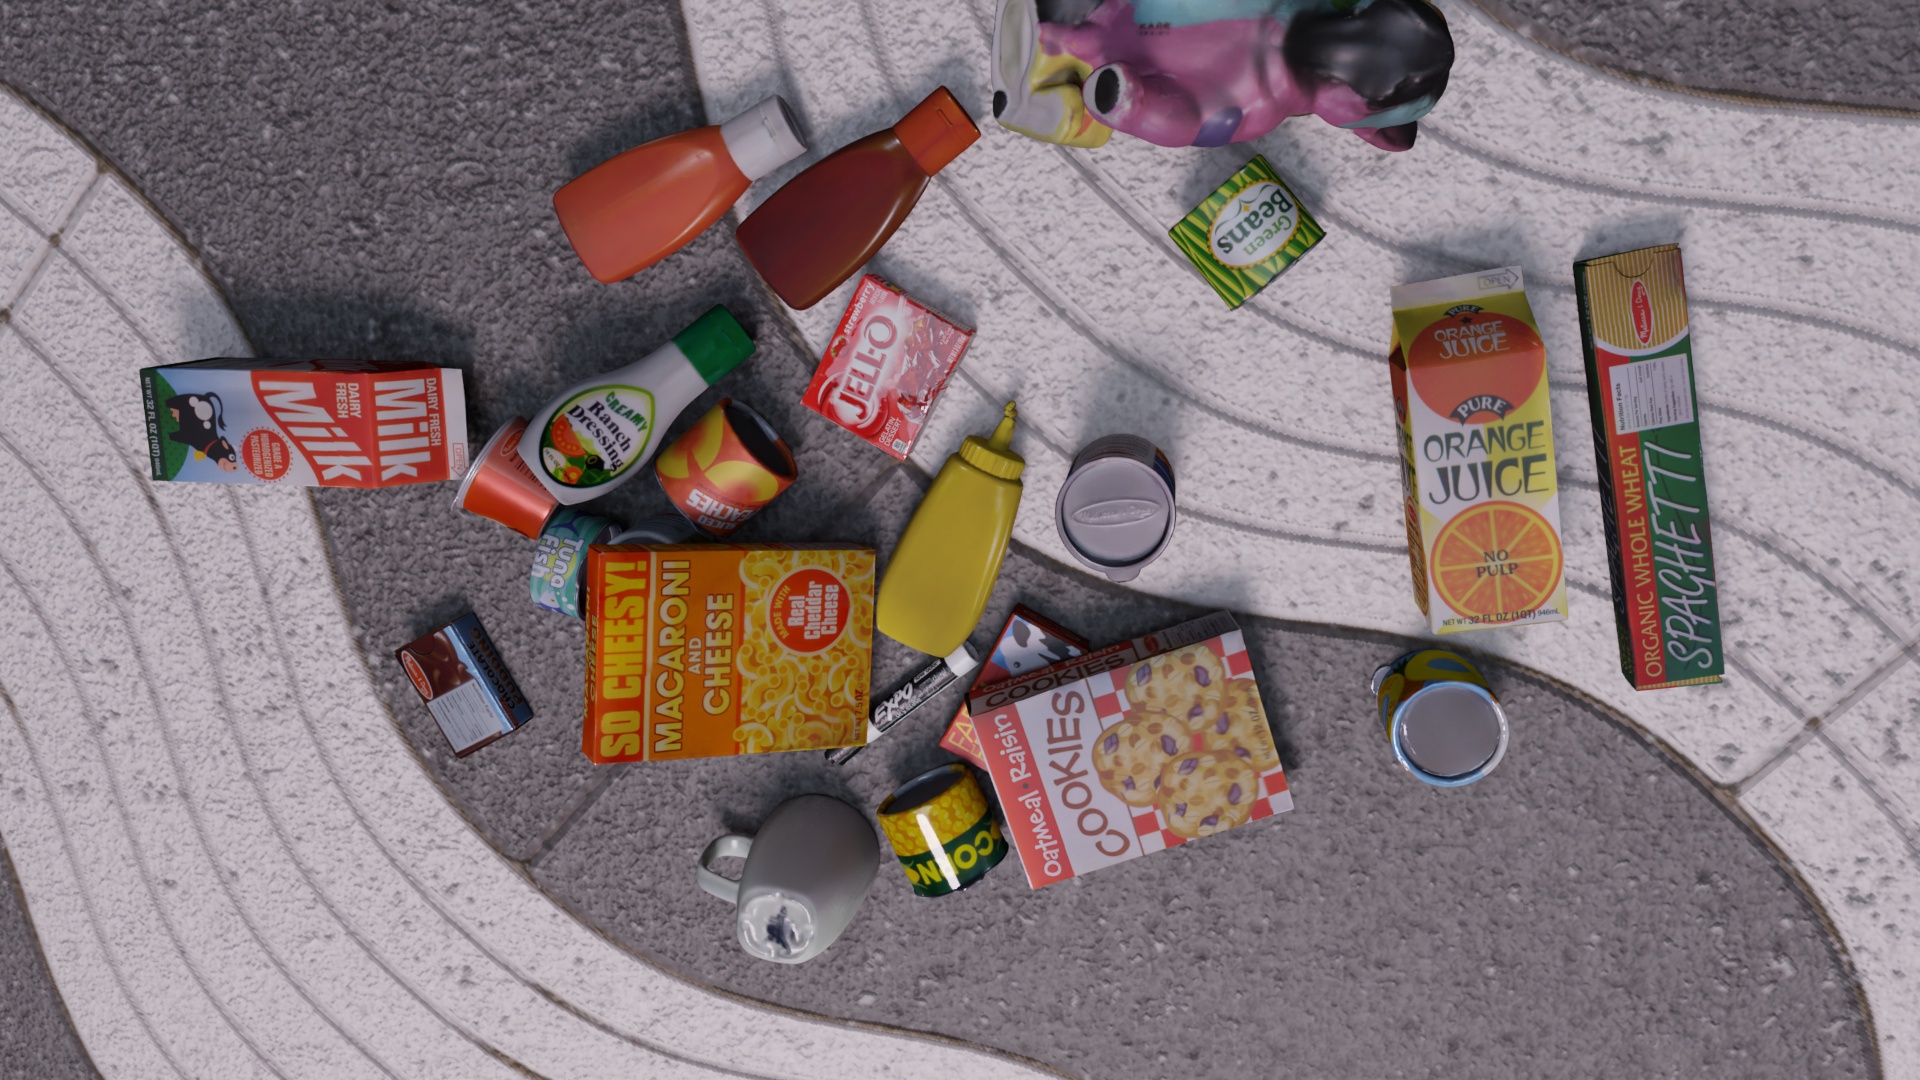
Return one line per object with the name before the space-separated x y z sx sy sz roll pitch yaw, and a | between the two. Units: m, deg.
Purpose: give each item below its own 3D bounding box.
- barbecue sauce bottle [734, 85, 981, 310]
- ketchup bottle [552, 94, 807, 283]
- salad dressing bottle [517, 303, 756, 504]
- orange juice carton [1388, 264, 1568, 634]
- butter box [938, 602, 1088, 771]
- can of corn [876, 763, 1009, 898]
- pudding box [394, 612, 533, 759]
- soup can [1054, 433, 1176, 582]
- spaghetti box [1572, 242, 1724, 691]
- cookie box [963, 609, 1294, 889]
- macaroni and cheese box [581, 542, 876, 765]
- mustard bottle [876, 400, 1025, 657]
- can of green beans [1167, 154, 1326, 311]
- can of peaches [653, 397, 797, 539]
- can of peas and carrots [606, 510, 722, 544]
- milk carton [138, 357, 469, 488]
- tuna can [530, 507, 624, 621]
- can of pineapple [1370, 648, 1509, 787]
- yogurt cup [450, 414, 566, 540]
barbecue sauce bottle | -0.056 -0.201 0.802 0.148 0.044 0.065 -37 95 14
ketchup bottle | -0.162 -0.210 0.815 0.148 0.044 0.064 -25 99 13
salad dressing bottle | -0.190 -0.083 0.824 0.148 0.044 0.064 -40 105 -8
orange juice carton | 0.283 -0.051 0.769 0.072 0.073 0.192 -7 101 10
butter box | 0.033 0.096 0.864 0.053 0.024 0.103 29 105 0
can of corn | -0.011 0.181 0.865 0.071 0.071 0.058 -24 97 13
pudding box | -0.326 0.095 0.915 0.049 0.030 0.083 -27 97 14
soup can | 0.091 -0.020 0.799 0.071 0.084 0.071 2 103 9
spaghetti box | 0.386 -0.038 0.779 0.050 0.029 0.249 -10 101 11
cookie box | 0.101 0.126 0.837 0.167 0.040 0.122 -18 106 3
macaroni and cheese box | -0.136 0.064 0.822 0.167 0.040 0.123 0 96 -27
mustard bottle | 0.003 -0.010 0.832 0.065 0.049 0.159 25 104 -1
can of green beans | 0.157 -0.169 0.765 0.071 0.071 0.058 -40 94 15
can of peaches | -0.140 -0.042 0.836 0.058 0.071 0.071 -39 94 14
can of peas and carrots | -0.185 0.022 0.863 0.071 0.059 0.070 2 103 9
milk carton | -0.397 -0.074 0.865 0.191 0.073 0.072 1 103 8
tuna can | -0.238 0.015 0.863 0.033 0.071 0.071 16 105 6
can of pineapple | 0.279 0.103 0.811 0.071 0.058 0.070 2 103 8
yogurt cup | -0.270 -0.036 0.861 0.054 0.072 0.072 33 105 -8
